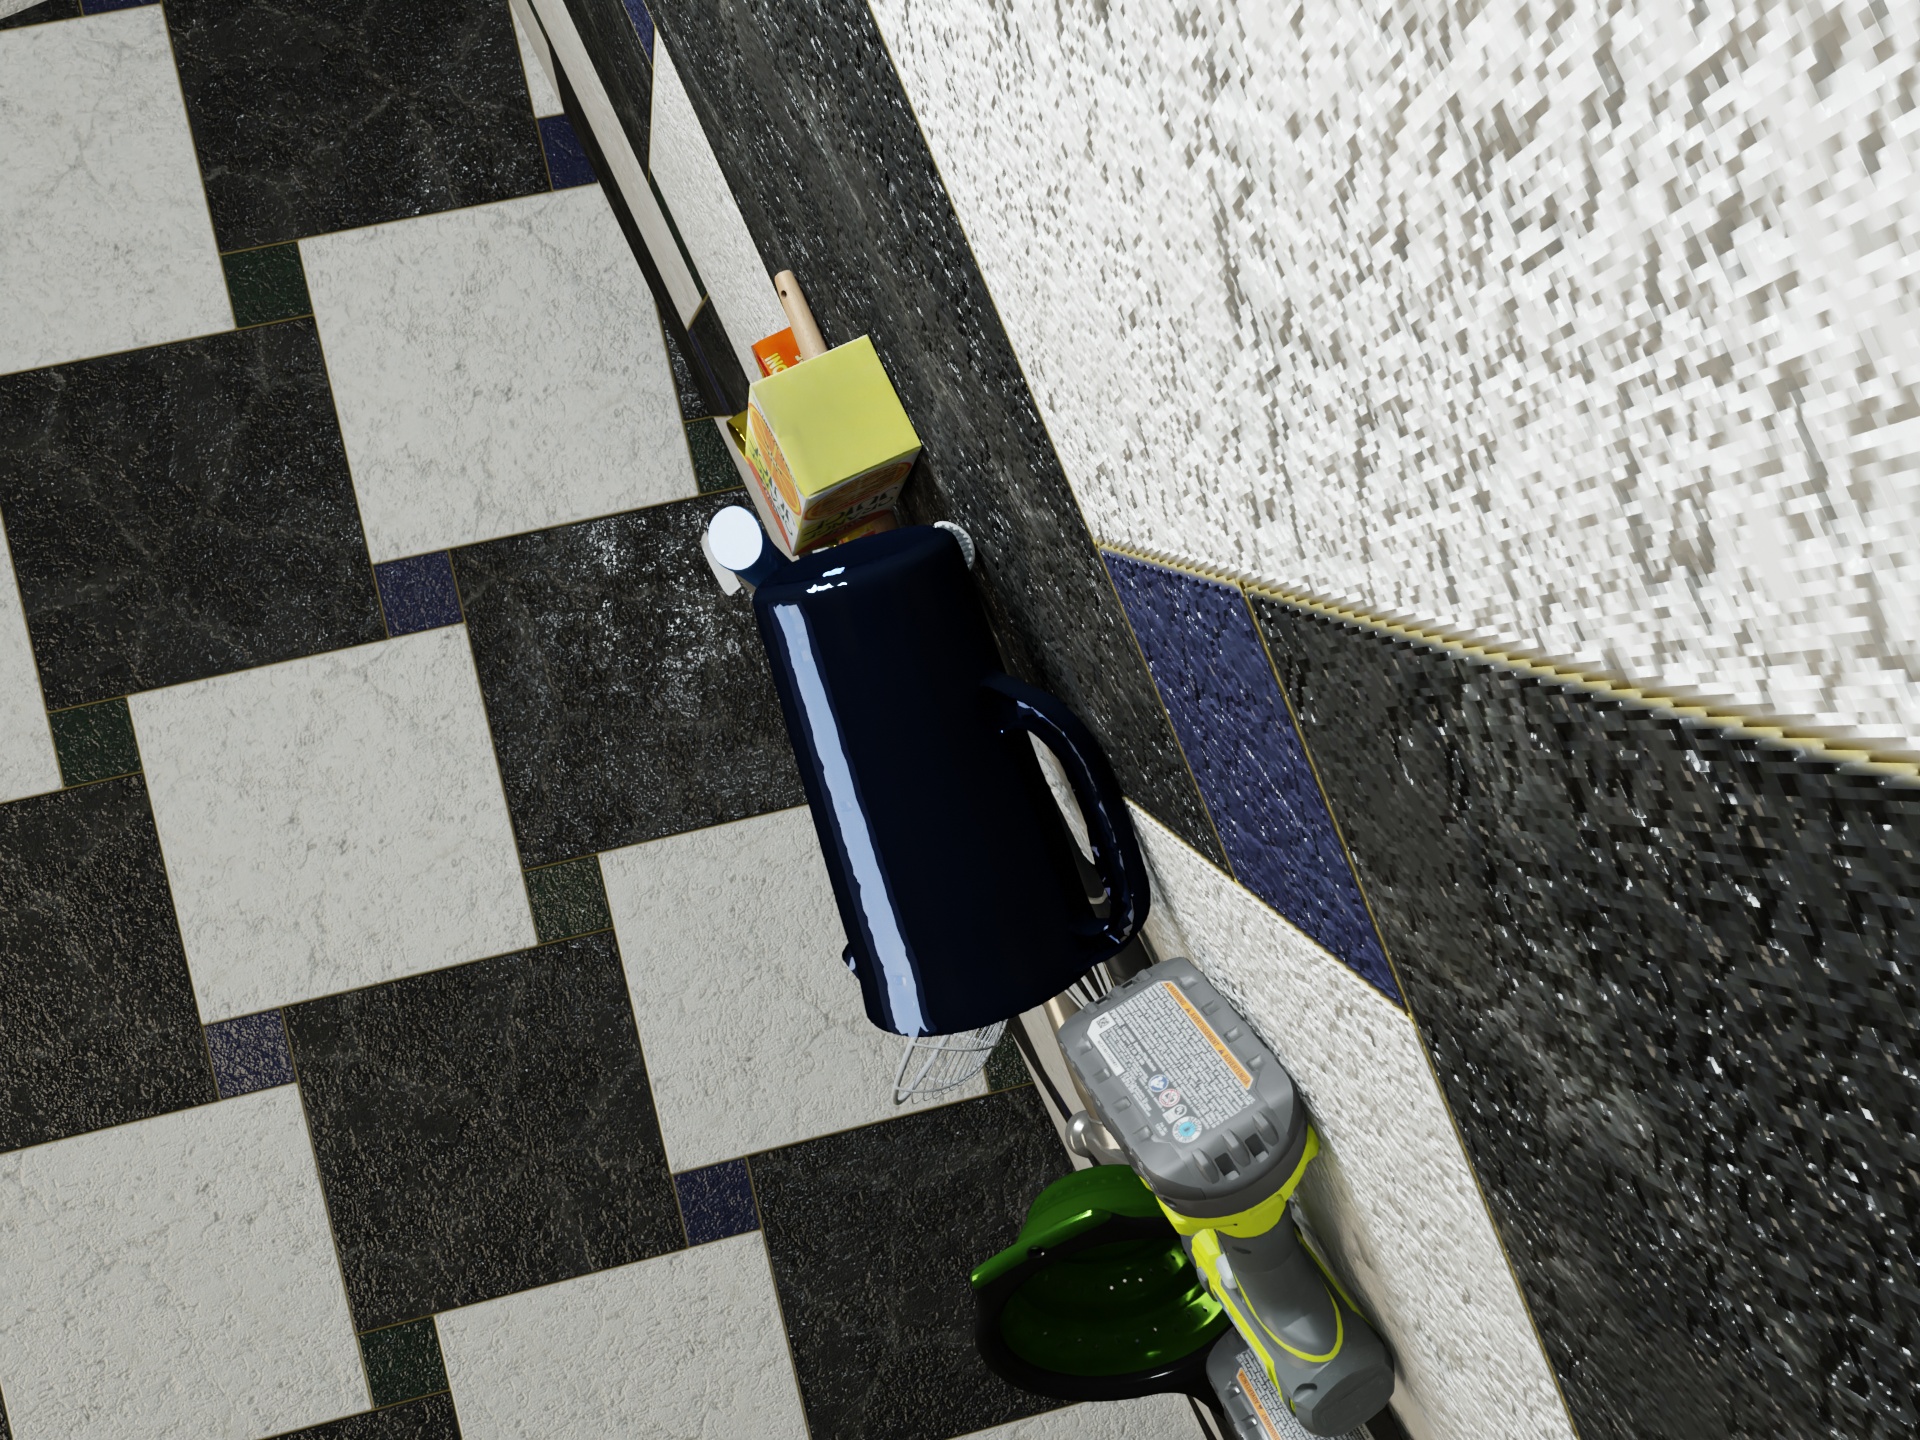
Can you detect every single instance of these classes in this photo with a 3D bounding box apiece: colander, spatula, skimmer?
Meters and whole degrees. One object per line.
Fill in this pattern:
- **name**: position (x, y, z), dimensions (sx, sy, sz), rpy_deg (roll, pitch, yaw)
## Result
- **colander**: position (0.153, 0.427, 1.149), dimensions (0.396, 0.204, 0.095), rpy_deg (47, -161, -33)
- **spatula**: position (-0.061, -0.143, 1.036), dimensions (0.082, 0.044, 0.317), rpy_deg (-21, 93, 40)
- **skimmer**: position (-0.034, 0.070, 1.075), dimensions (0.127, 0.090, 0.363), rpy_deg (34, -136, -77)

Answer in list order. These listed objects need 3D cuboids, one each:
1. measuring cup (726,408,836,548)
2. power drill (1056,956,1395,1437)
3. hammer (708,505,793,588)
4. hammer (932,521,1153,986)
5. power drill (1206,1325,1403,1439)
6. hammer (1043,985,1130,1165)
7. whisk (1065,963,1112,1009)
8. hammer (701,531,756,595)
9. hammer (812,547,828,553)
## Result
- **measuring cup**: position (-0.119, -0.172, 1.160), dimensions (0.157, 0.029, 0.062), rpy_deg (48, 169, 27)
- **power drill**: position (0.129, 0.230, 0.791), dimensions (0.171, 0.080, 0.223), rpy_deg (51, 168, 53)
- **hammer**: position (-0.092, -0.067, 1.154), dimensions (0.405, 0.035, 0.144), rpy_deg (41, -149, -74)
- **hammer**: position (0.065, 0.078, 0.926), dimensions (0.409, 0.036, 0.149), rpy_deg (64, 175, -3)
- **power drill**: position (0.229, 0.464, 0.931), dimensions (0.191, 0.080, 0.228), rpy_deg (58, 174, 50)
- **hammer**: position (0.061, 0.164, 1.245), dimensions (0.146, 0.038, 0.410), rpy_deg (-13, 99, 66)
- **whisk**: position (0.116, 0.225, 1.092), dimensions (0.246, 0.058, 0.059), rpy_deg (62, -151, -11)
- **hammer**: position (-0.095, -0.022, 1.390), dimensions (0.358, 0.036, 0.149), rpy_deg (49, -179, -28)
- **hammer**: position (-0.100, -0.089, 1.490), dimensions (0.330, 0.033, 0.128), rpy_deg (78, 180, -63)
